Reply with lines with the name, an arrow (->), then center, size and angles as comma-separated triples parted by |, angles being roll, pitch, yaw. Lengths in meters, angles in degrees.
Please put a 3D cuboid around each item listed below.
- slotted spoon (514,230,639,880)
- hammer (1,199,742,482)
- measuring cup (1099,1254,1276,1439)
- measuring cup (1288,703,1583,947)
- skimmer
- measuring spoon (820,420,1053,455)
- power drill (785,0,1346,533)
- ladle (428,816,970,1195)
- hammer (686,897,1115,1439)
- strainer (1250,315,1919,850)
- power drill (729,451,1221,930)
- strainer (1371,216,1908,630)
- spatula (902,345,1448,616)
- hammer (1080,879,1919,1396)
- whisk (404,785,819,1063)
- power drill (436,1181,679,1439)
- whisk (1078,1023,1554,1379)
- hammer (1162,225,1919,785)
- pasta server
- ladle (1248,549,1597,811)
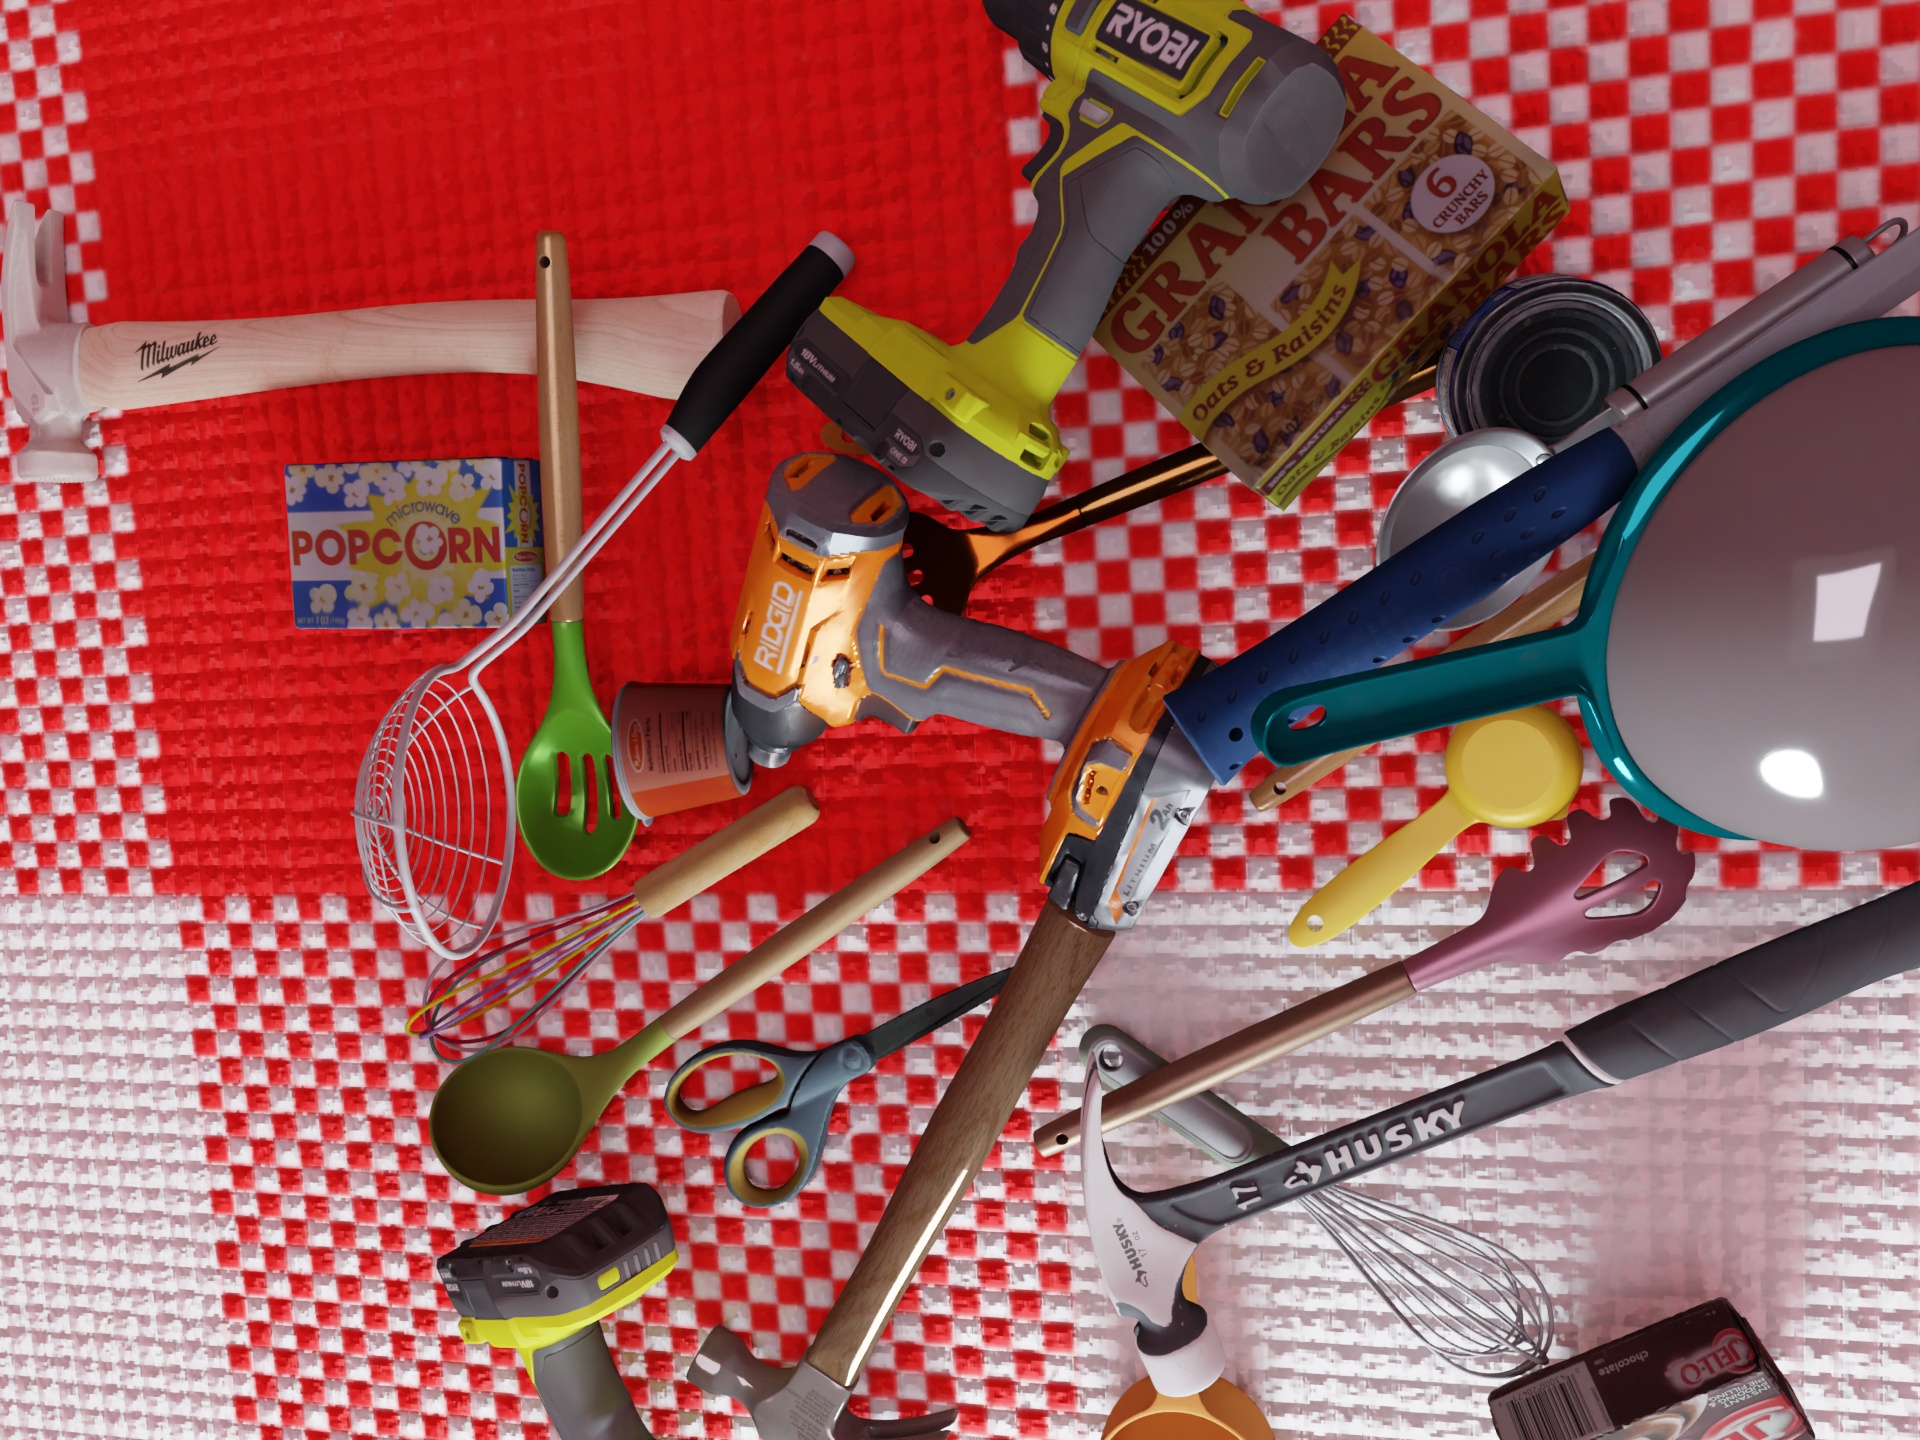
slotted spoon -> -0.191, -0.075, 0.774 | 0.070, 0.031, 0.313 | 4, 105, 13
hammer -> -0.307, -0.200, 0.806 | 0.410, 0.038, 0.146 | 0, 95, 14
measuring cup -> 0.106, 0.312, 0.751 | 0.095, 0.052, 0.173 | -2, 94, 15
measuring cup -> 0.203, 0.051, 0.700 | 0.156, 0.029, 0.062 | -43, 73, 16
skimmer -> -0.145, -0.063, 0.718 | 0.090, 0.127, 0.363 | 37, 83, 12
measuring spoon -> -0.011, -0.135, 0.751 | 0.117, 0.011, 0.021 | 3, 91, 18
power drill -> 0.027, -0.214, 0.675 | 0.191, 0.080, 0.228 | 45, 107, 35
ladle -> -0.131, 0.136, 0.790 | 0.320, 0.062, 0.078 | -35, 59, 13
hammer -> -0.013, 0.231, 0.774 | 0.130, 0.031, 0.331 | 30, 106, 9
strainer -> 0.278, -0.017, 0.563 | 0.340, 0.095, 0.210 | -12, 117, -7
power drill -> -0.001, -0.002, 0.712 | 0.226, 0.084, 0.164 | 29, 130, 9
strainer -> 0.255, -0.117, 0.626 | 0.258, 0.050, 0.086 | -34, 125, 9
spatula -> 0.078, -0.105, 0.724 | 0.322, 0.041, 0.081 | -21, 92, 12
hammer -> 0.241, 0.143, 0.662 | 0.409, 0.036, 0.149 | -23, 100, 4
whisk -> -0.177, 0.101, 0.795 | 0.245, 0.051, 0.047 | -31, 133, 9
power drill -> -0.163, 0.351, 0.788 | 0.171, 0.080, 0.223 | -21, 91, 44
whisk -> 0.159, 0.215, 0.728 | 0.246, 0.059, 0.058 | 33, 92, 14
hammer -> 0.252, -0.109, 0.589 | 0.405, 0.035, 0.144 | -34, 115, 6
pasta server -> 0.174, 0.123, 0.706 | 0.316, 0.040, 0.060 | -28, 88, 13
ladle -> 0.256, -0.051, 0.681 | 0.315, 0.031, 0.069 | -36, 85, 17
